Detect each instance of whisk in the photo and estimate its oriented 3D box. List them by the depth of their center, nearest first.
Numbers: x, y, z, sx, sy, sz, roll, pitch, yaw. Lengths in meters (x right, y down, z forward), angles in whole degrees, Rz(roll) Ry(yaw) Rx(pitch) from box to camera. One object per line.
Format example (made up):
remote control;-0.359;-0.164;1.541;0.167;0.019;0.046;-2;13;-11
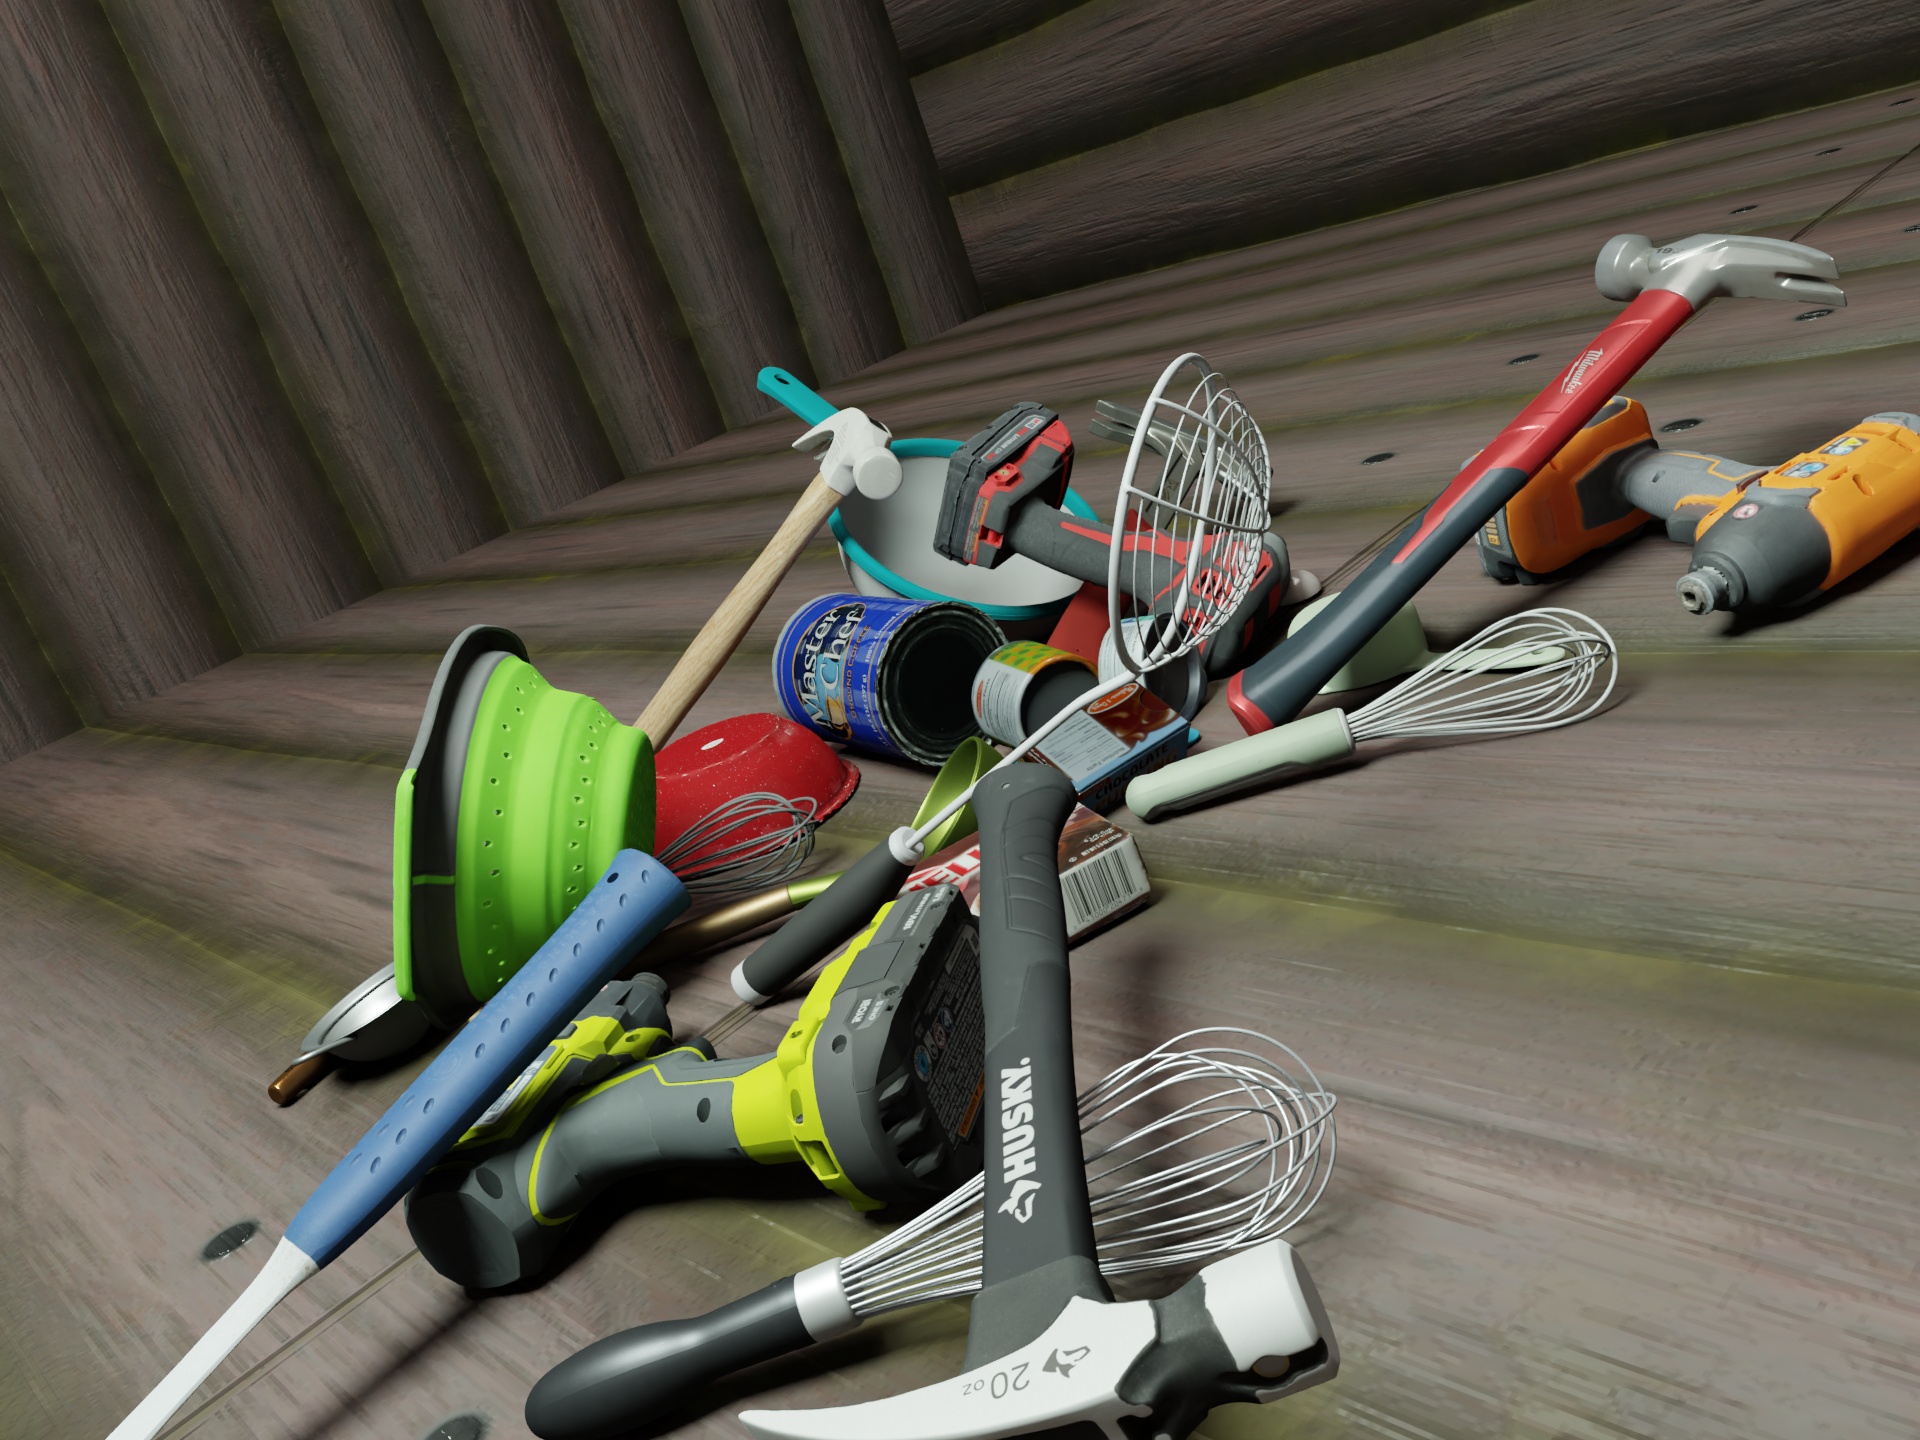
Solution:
whisk;-0.012;0.174;0.511;0.284;0.070;0.070;-24;18;6
whisk;0.198;0.004;0.786;0.246;0.059;0.057;-20;-18;14
whisk;-0.188;0.093;0.925;0.239;0.055;0.055;-20;18;14

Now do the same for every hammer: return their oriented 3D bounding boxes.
hammer;0.017;0.101;0.513;0.146;0.035;0.335;-26;22;11
hammer;-0.237;0.199;0.560;0.144;0.035;0.405;3;43;47
hammer;0.294;-0.124;0.850;0.386;0.038;0.143;-44;33;-9
hammer;-0.155;-0.076;1.102;0.331;0.031;0.130;-51;30;17
hammer;0.112;-0.121;1.123;0.149;0.036;0.359;23;40;9

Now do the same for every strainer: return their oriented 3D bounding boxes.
strainer;-0.303;0.122;0.918;0.087;0.050;0.259;-24;25;23
strainer;-0.046;-0.149;1.203;0.211;0.095;0.341;-26;55;-39

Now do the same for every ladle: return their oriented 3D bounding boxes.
ladle;-0.118;0.093;0.839;0.320;0.062;0.078;-22;20;4

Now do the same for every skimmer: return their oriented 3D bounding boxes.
skimmer;-0.001;-0.002;0.699;0.363;0.090;0.127;-42;-6;26

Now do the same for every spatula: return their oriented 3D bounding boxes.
spatula;-0.310;0.121;0.979;0.081;0.041;0.323;-9;23;28

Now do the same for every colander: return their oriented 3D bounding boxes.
colander;-0.211;0.040;0.889;0.094;0.204;0.397;4;11;-3

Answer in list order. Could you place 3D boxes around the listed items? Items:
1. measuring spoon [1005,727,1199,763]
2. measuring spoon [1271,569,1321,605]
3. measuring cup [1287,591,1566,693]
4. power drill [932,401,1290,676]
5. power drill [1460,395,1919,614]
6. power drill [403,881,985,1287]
measuring spoon;0.074;0.029;0.887;0.128;0.021;0.042;-14;35;-10
measuring spoon;0.186;-0.087;1.082;0.124;0.018;0.034;-6;24;39
measuring cup;0.252;-0.048;0.873;0.083;0.038;0.168;-32;20;-32
power drill;0.105;-0.118;1.031;0.220;0.078;0.143;28;43;17
power drill;0.383;-0.113;0.863;0.164;0.084;0.227;-29;24;-19
power drill;-0.095;0.141;0.650;0.223;0.080;0.171;-16;20;23
